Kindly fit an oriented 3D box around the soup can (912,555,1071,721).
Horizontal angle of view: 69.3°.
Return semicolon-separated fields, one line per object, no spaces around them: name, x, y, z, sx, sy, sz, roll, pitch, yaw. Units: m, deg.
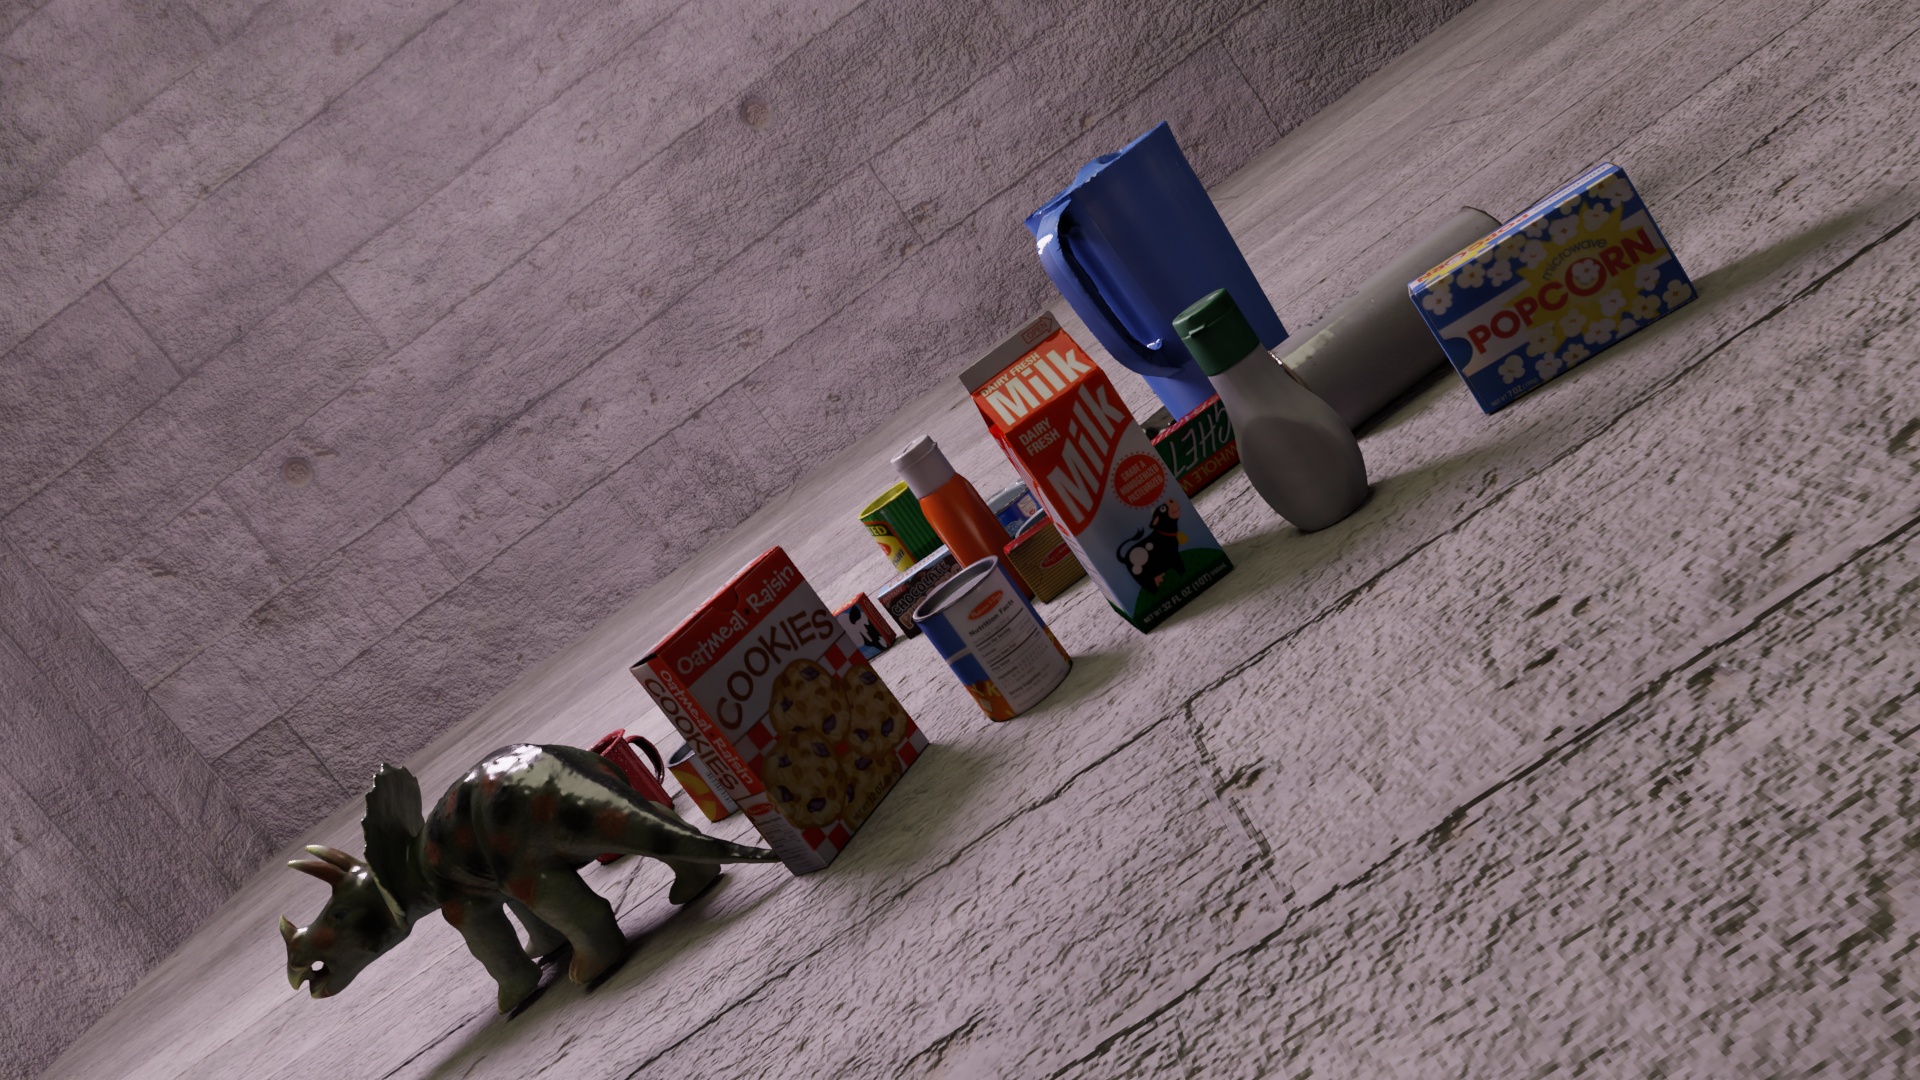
soup can;0.020;0.062;0.878;0.071;0.083;0.071;-35;10;7

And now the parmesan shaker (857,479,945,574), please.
parmesan shaker;-0.037;0.000;1.274;0.071;0.103;0.071;-35;10;7

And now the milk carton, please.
milk carton;0.080;-0.044;0.856;0.072;0.190;0.073;-36;10;-1

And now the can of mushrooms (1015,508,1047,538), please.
can of mushrooms;0.082;-0.010;1.132;0.071;0.033;0.071;-35;10;7

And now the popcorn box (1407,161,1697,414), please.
popcorn box;0.330;-0.141;0.781;0.126;0.085;0.038;-32;11;21

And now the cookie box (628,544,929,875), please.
cookie box;-0.109;0.104;0.871;0.040;0.167;0.123;-26;14;44

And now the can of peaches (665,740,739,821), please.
can of peaches;-0.190;0.179;1.098;0.071;0.058;0.071;-35;10;7

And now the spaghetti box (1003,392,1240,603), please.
spaghetti box;0.147;-0.046;1.040;0.250;0.050;0.029;-36;10;-1

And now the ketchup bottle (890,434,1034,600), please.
ketchup bottle;0.004;-0.014;1.080;0.043;0.148;0.065;-33;11;17

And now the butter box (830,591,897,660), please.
butter box;-0.113;0.094;1.245;0.103;0.053;0.024;-32;11;22

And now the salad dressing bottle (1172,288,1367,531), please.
salad dressing bottle;0.178;-0.076;0.804;0.064;0.147;0.044;-28;13;38

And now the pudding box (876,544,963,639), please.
pudding box;-0.024;0.041;1.202;0.083;0.049;0.030;-34;10;12
